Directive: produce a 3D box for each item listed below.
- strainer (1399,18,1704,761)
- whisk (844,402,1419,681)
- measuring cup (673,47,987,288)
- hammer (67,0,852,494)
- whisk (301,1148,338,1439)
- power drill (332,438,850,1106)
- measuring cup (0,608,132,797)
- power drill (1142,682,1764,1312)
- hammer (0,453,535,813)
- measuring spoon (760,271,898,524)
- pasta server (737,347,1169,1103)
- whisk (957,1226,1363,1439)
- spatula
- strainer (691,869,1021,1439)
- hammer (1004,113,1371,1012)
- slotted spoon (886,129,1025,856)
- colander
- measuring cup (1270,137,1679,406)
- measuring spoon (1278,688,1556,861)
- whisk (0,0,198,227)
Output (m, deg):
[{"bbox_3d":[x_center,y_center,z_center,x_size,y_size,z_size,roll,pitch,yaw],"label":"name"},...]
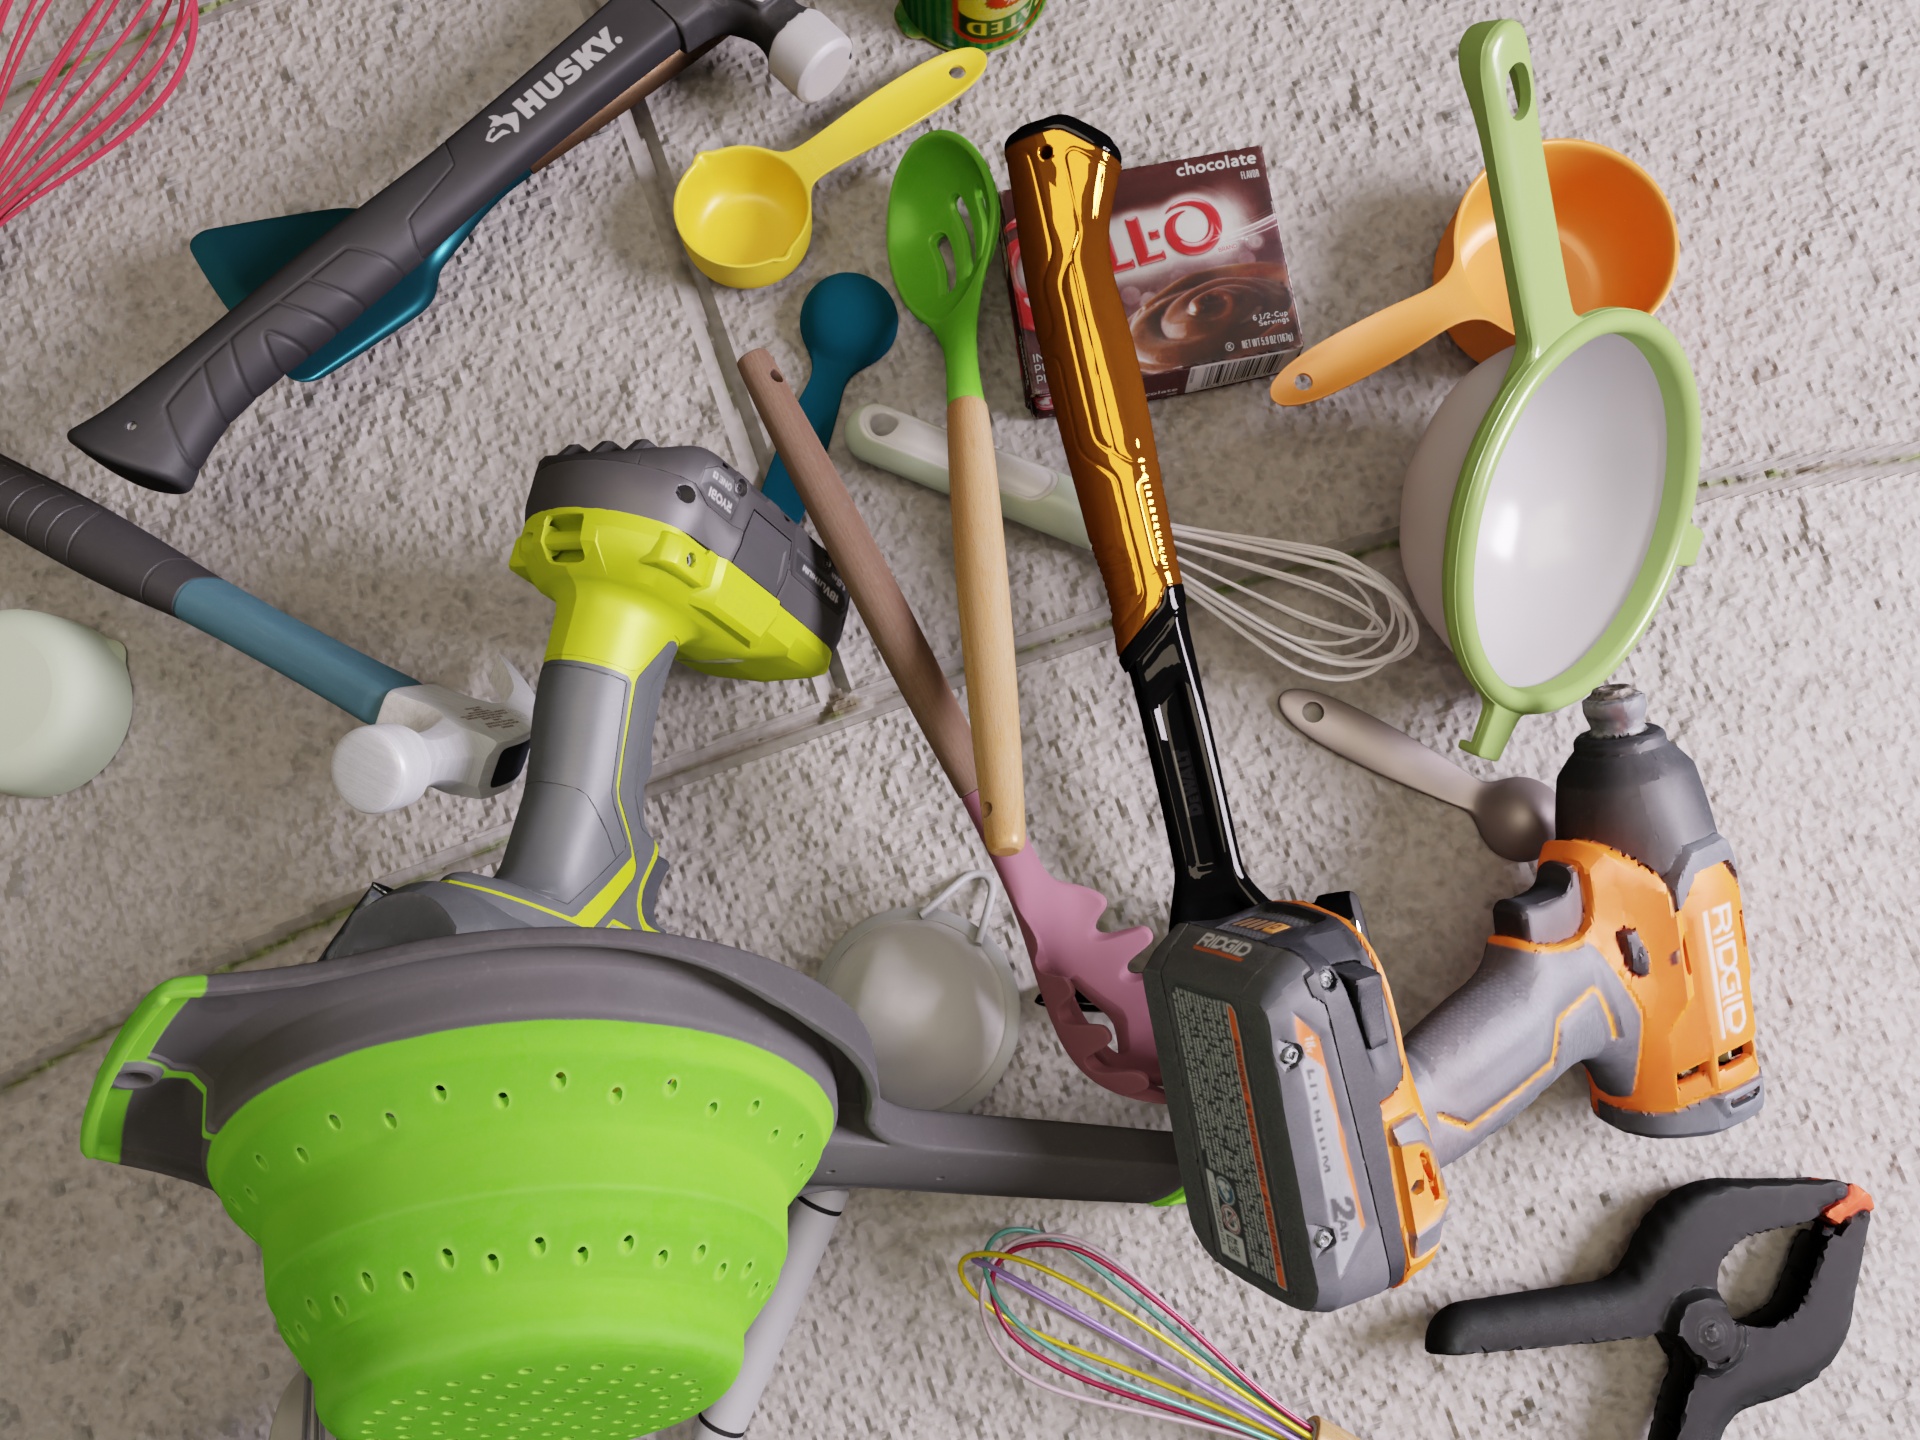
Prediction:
[{"bbox_3d":[0.192,-0.122,0.574,0.151,0.069,0.256,-39,126,-21],"label":"strainer"},{"bbox_3d":[0.065,-0.077,0.637,0.246,0.059,0.058,23,64,9],"label":"whisk"},{"bbox_3d":[-0.051,-0.238,0.677,0.156,0.029,0.062,-37,79,-12],"label":"measuring cup"},{"bbox_3d":[-0.211,-0.212,0.632,0.146,0.035,0.335,45,80,6],"label":"hammer"},{"bbox_3d":[-0.208,0.188,0.539,0.070,0.070,0.285,-40,46,-4],"label":"whisk"},{"bbox_3d":[-0.112,0.035,0.574,0.080,0.190,0.229,2,69,29],"label":"power drill"},{"bbox_3d":[-0.410,-0.043,0.649,0.083,0.038,0.167,-38,85,-4],"label":"measuring cup"},{"bbox_3d":[0.179,0.087,0.547,0.226,0.084,0.164,-15,99,-25],"label":"power drill"},{"bbox_3d":[-0.307,-0.053,0.619,0.331,0.128,0.033,26,102,14],"label":"hammer"},{"bbox_3d":[-0.061,-0.130,0.660,0.042,0.021,0.129,18,81,4],"label":"measuring spoon"},{"bbox_3d":[-0.001,-0.002,0.580,0.040,0.060,0.316,-33,82,39],"label":"pasta server"},{"bbox_3d":[0.108,0.259,0.594,0.245,0.051,0.047,29,109,1],"label":"whisk"},{"bbox_3d":[-0.167,-0.257,0.671,0.317,0.044,0.082,-38,80,-5],"label":"spatula"},{"bbox_3d":[-0.049,0.174,0.609,0.087,0.050,0.258,23,86,21],"label":"strainer"},{"bbox_3d":[0.059,-0.057,0.601,0.127,0.034,0.337,-12,91,13],"label":"hammer"},{"bbox_3d":[0.003,-0.096,0.601,0.031,0.070,0.314,13,59,-32],"label":"slotted spoon"},{"bbox_3d":[-0.052,0.164,0.491,0.396,0.204,0.095,14,47,-31],"label":"colander"},{"bbox_3d":[0.200,-0.163,0.644,0.173,0.052,0.095,-28,82,0],"label":"measuring cup"},{"bbox_3d":[0.184,0.018,0.633,0.124,0.018,0.034,27,84,6],"label":"measuring spoon"},{"bbox_3d":[-0.411,-0.219,0.668,0.073,0.073,0.296,33,90,6],"label":"whisk"}]
